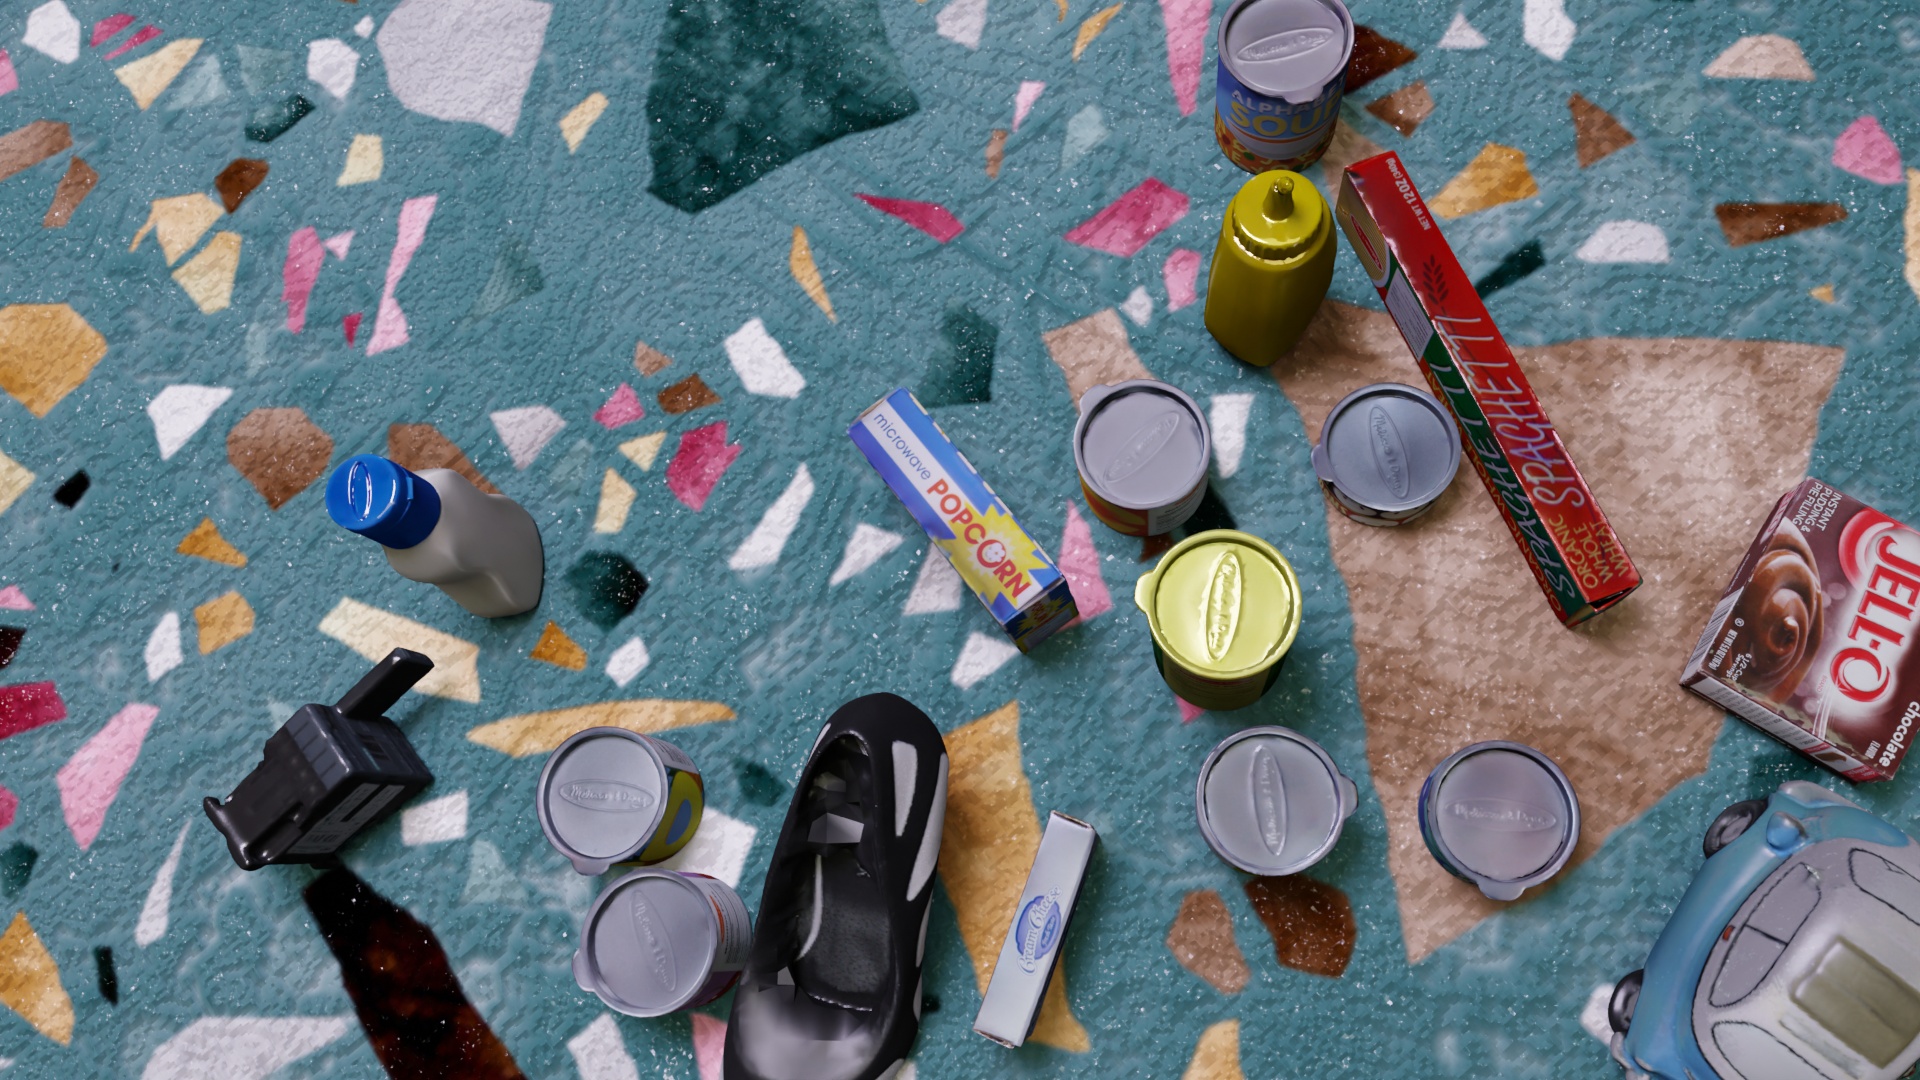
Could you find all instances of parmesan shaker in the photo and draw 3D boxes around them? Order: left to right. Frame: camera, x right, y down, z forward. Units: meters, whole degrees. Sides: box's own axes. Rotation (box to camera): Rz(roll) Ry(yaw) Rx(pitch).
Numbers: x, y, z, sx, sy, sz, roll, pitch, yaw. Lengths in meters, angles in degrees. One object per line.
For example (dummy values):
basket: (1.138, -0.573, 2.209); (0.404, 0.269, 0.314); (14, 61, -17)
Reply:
parmesan shaker: (0.118, 0.039, 0.644); (0.071, 0.103, 0.071); (-2, 75, 8)

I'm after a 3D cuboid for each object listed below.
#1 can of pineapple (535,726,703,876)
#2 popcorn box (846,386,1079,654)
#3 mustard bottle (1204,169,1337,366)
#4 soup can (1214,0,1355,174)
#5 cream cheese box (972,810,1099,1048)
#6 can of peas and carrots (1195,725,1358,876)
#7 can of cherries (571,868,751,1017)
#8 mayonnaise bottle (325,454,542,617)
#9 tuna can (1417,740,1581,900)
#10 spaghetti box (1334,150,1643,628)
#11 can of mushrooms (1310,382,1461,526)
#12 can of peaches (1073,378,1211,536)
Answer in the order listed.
can of pineapple: (-0.168, 0.129, 0.688); (0.071, 0.057, 0.071); (-2, 75, 8)
popcorn box: (0.002, -0.009, 0.684); (0.038, 0.085, 0.127); (-39, 73, -2)
mustard bottle: (0.148, -0.136, 0.657); (0.049, 0.160, 0.065); (36, 84, 16)
soup can: (0.166, -0.235, 0.721); (0.071, 0.083, 0.071); (-2, 75, 8)
cream cheese box: (0.037, 0.179, 0.645); (0.024, 0.053, 0.104); (19, 79, 13)
can of peas and carrots: (0.144, 0.121, 0.641); (0.071, 0.058, 0.071); (-2, 75, 8)
can of cherries: (-0.142, 0.192, 0.666); (0.071, 0.058, 0.071); (-2, 75, 8)
mayonnaise bottle: (-0.257, -0.005, 0.691); (0.041, 0.148, 0.065); (-11, 74, 6)
tuna can: (0.246, 0.129, 0.637); (0.071, 0.032, 0.071); (-2, 75, 8)
spaghetti box: (0.254, -0.076, 0.682); (0.029, 0.050, 0.250); (-24, 73, 2)
can of mushrooms: (0.208, -0.042, 0.688); (0.071, 0.033, 0.071); (-2, 75, 8)
can of peaches: (0.090, -0.042, 0.694); (0.071, 0.058, 0.071); (-2, 75, 8)
